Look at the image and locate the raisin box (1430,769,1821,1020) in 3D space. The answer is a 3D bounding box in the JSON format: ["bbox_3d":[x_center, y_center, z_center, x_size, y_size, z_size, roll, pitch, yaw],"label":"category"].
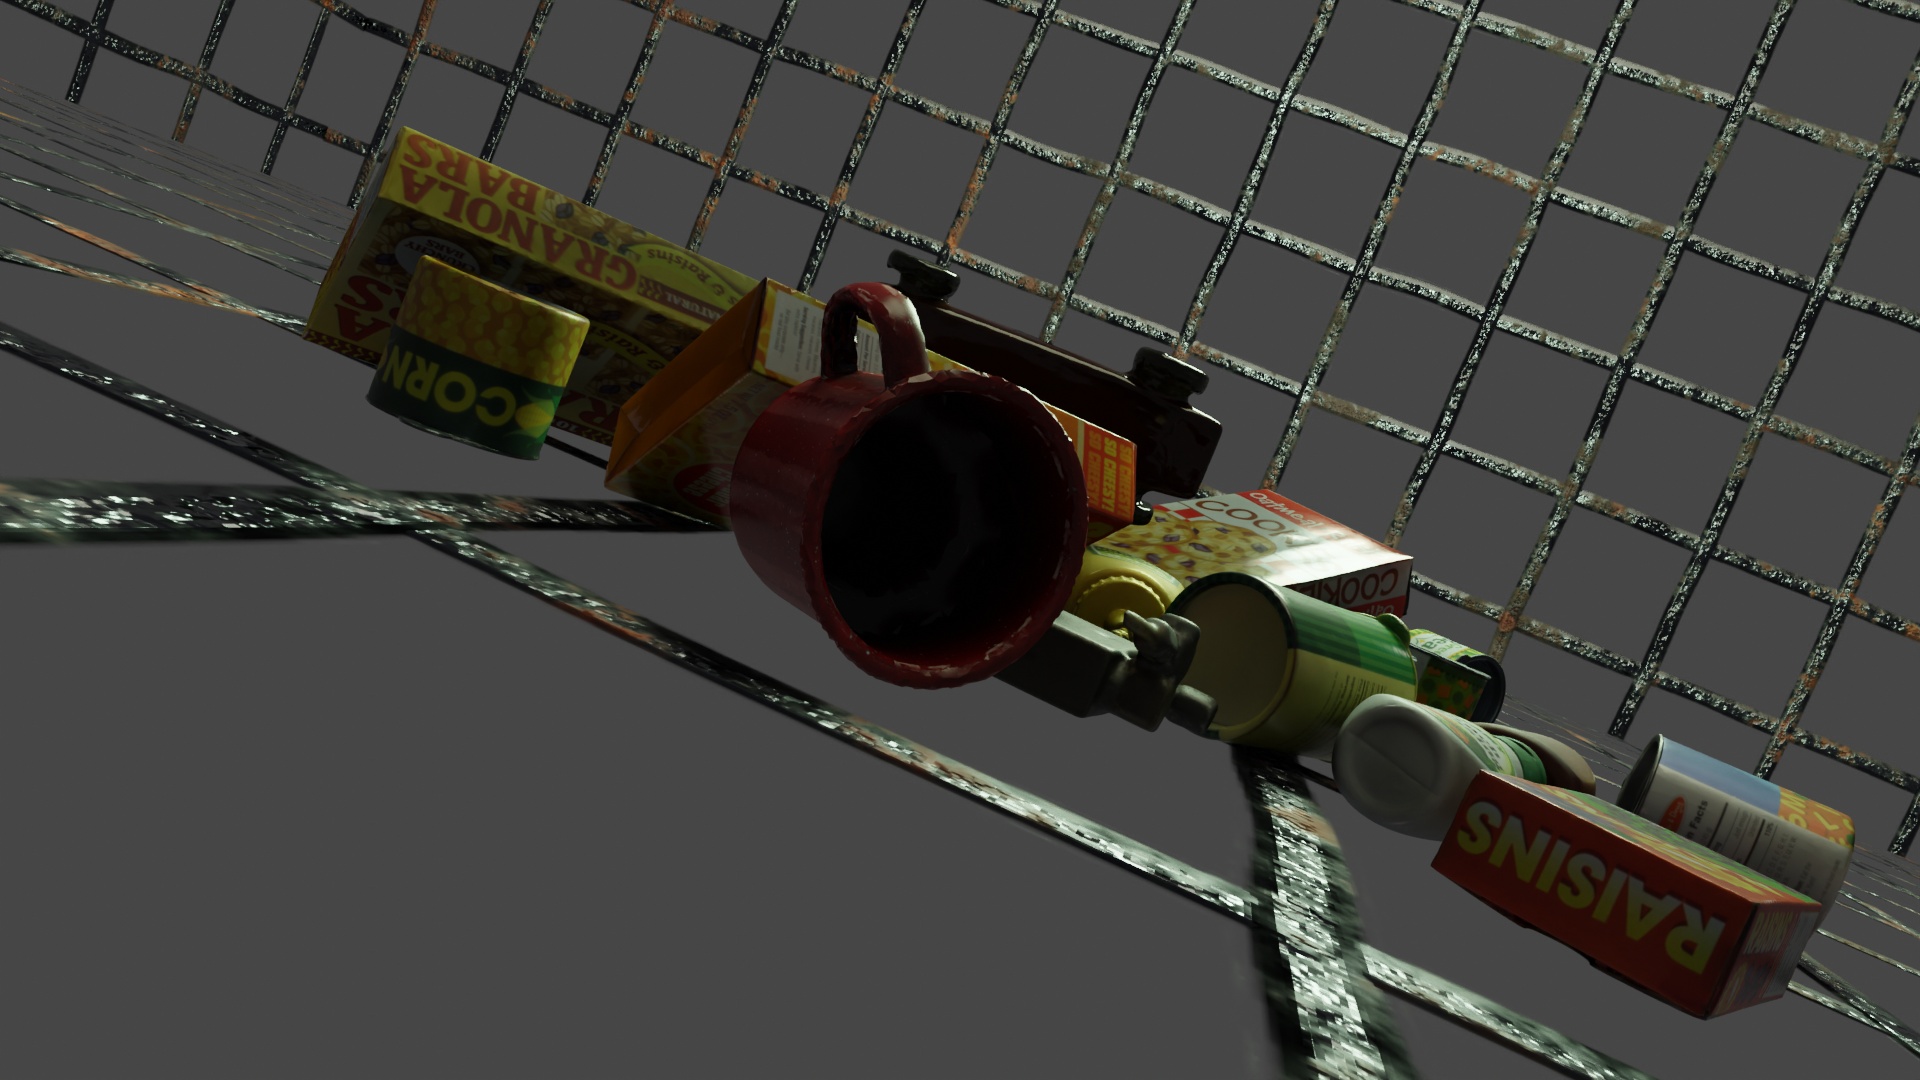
[{"bbox_3d":[0.219,0.114,0.452,0.086,0.040,0.123,27,5,40],"label":"raisin box"}]

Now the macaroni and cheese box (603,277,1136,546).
[{"bbox_3d":[-0.034,-0.028,0.539,0.166,0.040,0.123,21,-28,-30],"label":"macaroni and cheese box"}]

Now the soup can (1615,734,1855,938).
[{"bbox_3d":[0.345,0.135,0.630,0.084,0.071,0.071,25,5,19],"label":"soup can"}]

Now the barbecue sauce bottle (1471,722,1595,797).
[{"bbox_3d":[0.281,0.117,0.684,0.065,0.043,0.148,25,5,32],"label":"barbecue sauce bottle"}]

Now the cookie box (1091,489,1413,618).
[{"bbox_3d":[0.148,0.017,0.778,0.168,0.040,0.123,-9,25,-29],"label":"cookie box"}]

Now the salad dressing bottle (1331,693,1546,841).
[{"bbox_3d":[0.196,0.092,0.552,0.064,0.044,0.147,38,13,35],"label":"salad dressing bottle"}]

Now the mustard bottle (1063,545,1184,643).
[{"bbox_3d":[0.070,0.033,0.612,0.065,0.048,0.160,21,4,3],"label":"mustard bottle"}]

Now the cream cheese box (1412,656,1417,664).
[{"bbox_3d":[0.198,0.076,0.694,0.024,0.053,0.104,23,4,31],"label":"cream cheese box"}]

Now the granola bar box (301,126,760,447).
[{"bbox_3d":[-0.183,-0.099,0.607,0.165,0.039,0.123,20,-31,-30],"label":"granola bar box"}]

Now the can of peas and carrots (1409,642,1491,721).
[{"bbox_3d":[0.250,0.088,0.766,0.071,0.058,0.071,23,4,-2],"label":"can of peas and carrots"}]

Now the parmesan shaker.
[{"bbox_3d":[0.134,0.051,0.564,0.103,0.071,0.071,18,6,-46],"label":"parmesan shaker"}]

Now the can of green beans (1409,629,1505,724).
[{"bbox_3d":[0.327,0.100,0.950,0.071,0.071,0.058,20,5,-33],"label":"can of green beans"}]

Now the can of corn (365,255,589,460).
[{"bbox_3d":[-0.182,-0.069,0.524,0.071,0.058,0.071,22,4,-2],"label":"can of corn"}]
